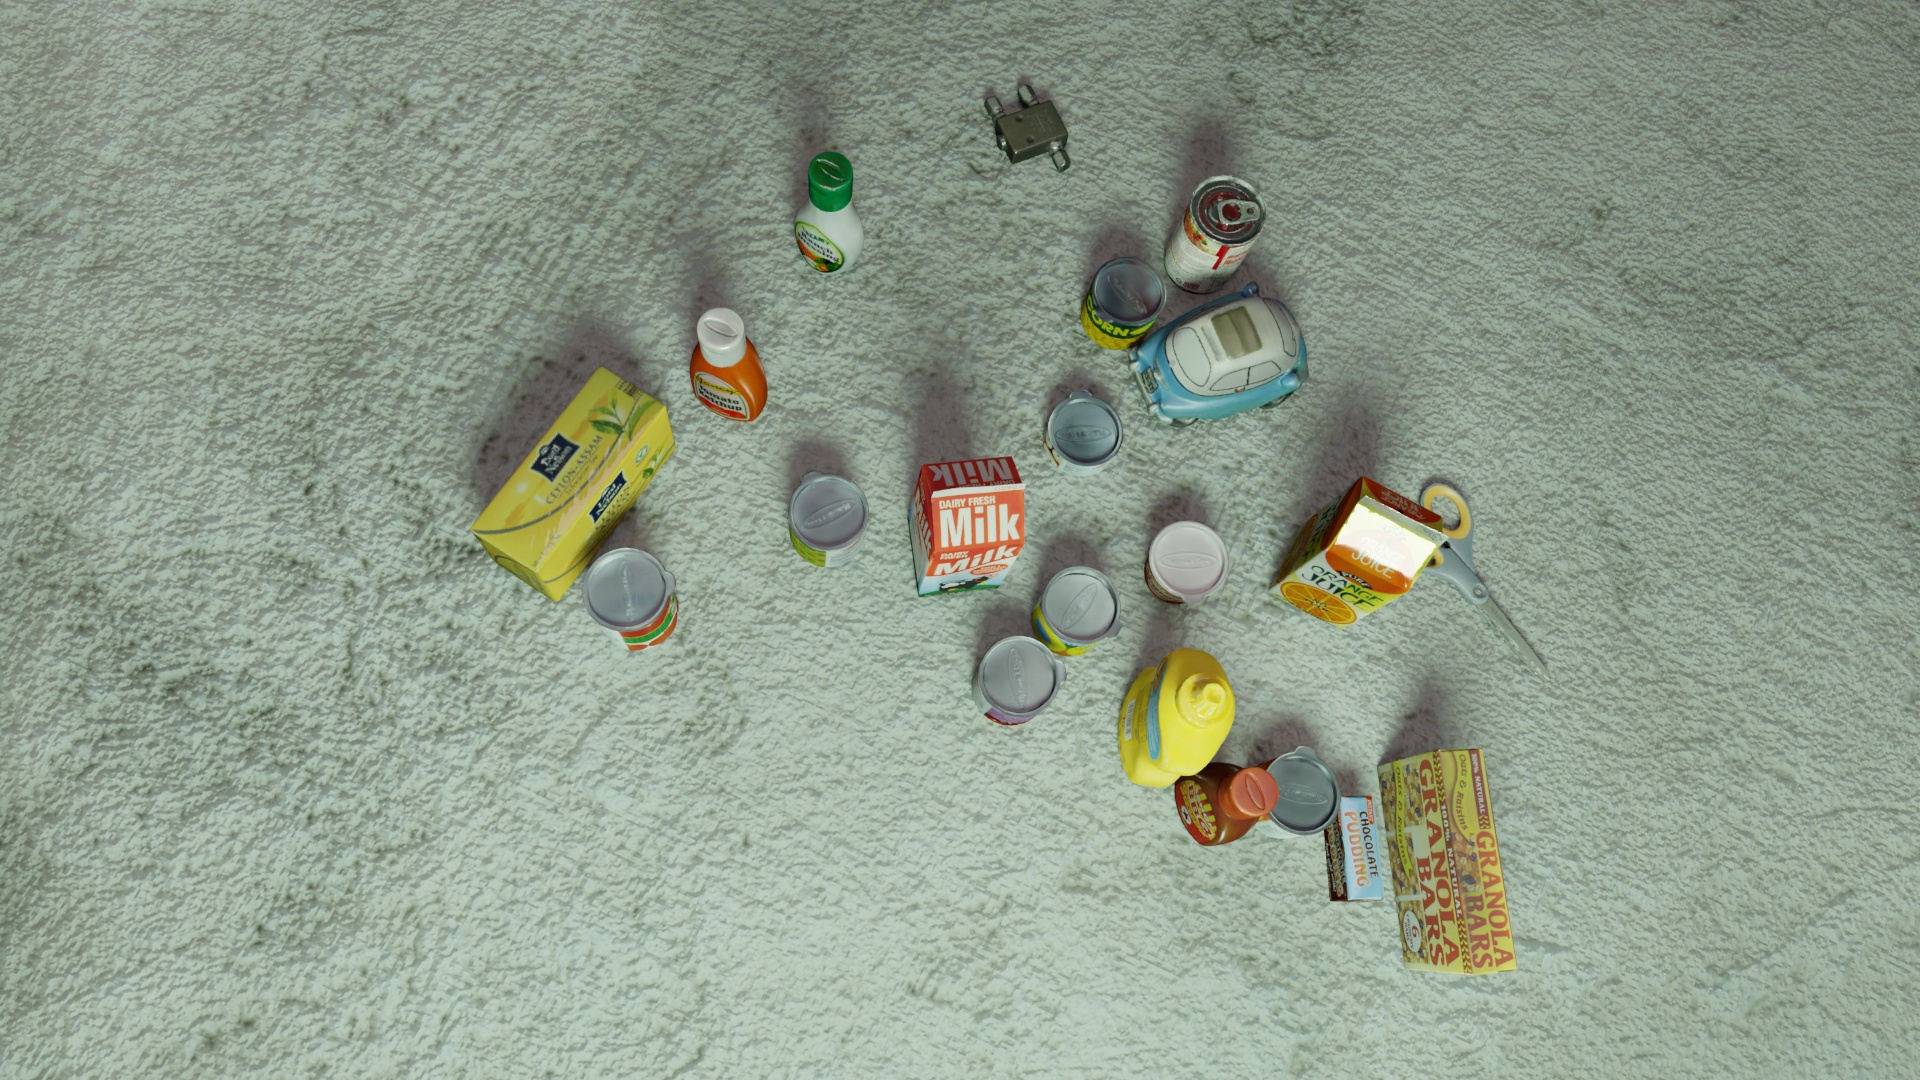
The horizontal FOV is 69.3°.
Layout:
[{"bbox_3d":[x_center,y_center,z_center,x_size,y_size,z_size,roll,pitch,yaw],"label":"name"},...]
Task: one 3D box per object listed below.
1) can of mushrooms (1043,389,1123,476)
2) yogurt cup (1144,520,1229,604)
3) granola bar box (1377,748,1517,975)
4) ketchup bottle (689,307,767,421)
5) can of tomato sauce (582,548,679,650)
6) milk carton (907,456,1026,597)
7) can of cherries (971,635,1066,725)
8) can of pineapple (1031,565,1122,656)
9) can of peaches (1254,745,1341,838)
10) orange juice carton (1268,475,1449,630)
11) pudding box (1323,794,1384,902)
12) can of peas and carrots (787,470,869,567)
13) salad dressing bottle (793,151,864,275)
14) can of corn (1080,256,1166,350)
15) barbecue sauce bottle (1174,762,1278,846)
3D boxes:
[{"bbox_3d":[0.107,-0.093,1.215,0.071,0.033,0.071,2,74,-6],"label":"can of mushrooms"},{"bbox_3d":[0.188,0.022,1.180,0.072,0.053,0.072,2,74,-6],"label":"yogurt cup"},{"bbox_3d":[0.382,0.254,1.097,0.039,0.124,0.166,-2,74,-6],"label":"granola bar box"},{"bbox_3d":[-0.192,-0.145,1.138,0.065,0.148,0.043,23,73,1],"label":"ketchup bottle"},{"bbox_3d":[-0.260,0.048,1.109,0.071,0.083,0.071,2,74,-6],"label":"can of tomato sauce"},{"bbox_3d":[0.004,-0.014,1.099,0.072,0.190,0.073,-6,75,-8],"label":"milk carton"},{"bbox_3d":[0.047,0.116,1.135,0.071,0.058,0.071,2,74,-6],"label":"can of cherries"},{"bbox_3d":[0.096,0.062,1.156,0.071,0.057,0.071,2,74,-6],"label":"can of pineapple"},{"bbox_3d":[0.269,0.206,1.133,0.071,0.058,0.071,2,74,-6],"label":"can of peaches"},{"bbox_3d":[0.323,0.008,1.126,0.072,0.192,0.073,29,74,2],"label":"orange juice carton"},{"bbox_3d":[0.319,0.251,1.130,0.030,0.049,0.084,0,74,-6],"label":"pudding box"},{"bbox_3d":[-0.111,-0.018,1.156,0.071,0.058,0.071,2,74,-6],"label":"can of peas and carrots"},{"bbox_3d":[-0.112,-0.278,1.186,0.064,0.147,0.044,35,74,4],"label":"salad dressing bottle"},{"bbox_3d":[0.143,-0.209,1.240,0.071,0.058,0.071,2,74,-6],"label":"can of corn"},{"bbox_3d":[0.208,0.202,1.081,0.044,0.148,0.065,-19,77,-11],"label":"barbecue sauce bottle"}]
